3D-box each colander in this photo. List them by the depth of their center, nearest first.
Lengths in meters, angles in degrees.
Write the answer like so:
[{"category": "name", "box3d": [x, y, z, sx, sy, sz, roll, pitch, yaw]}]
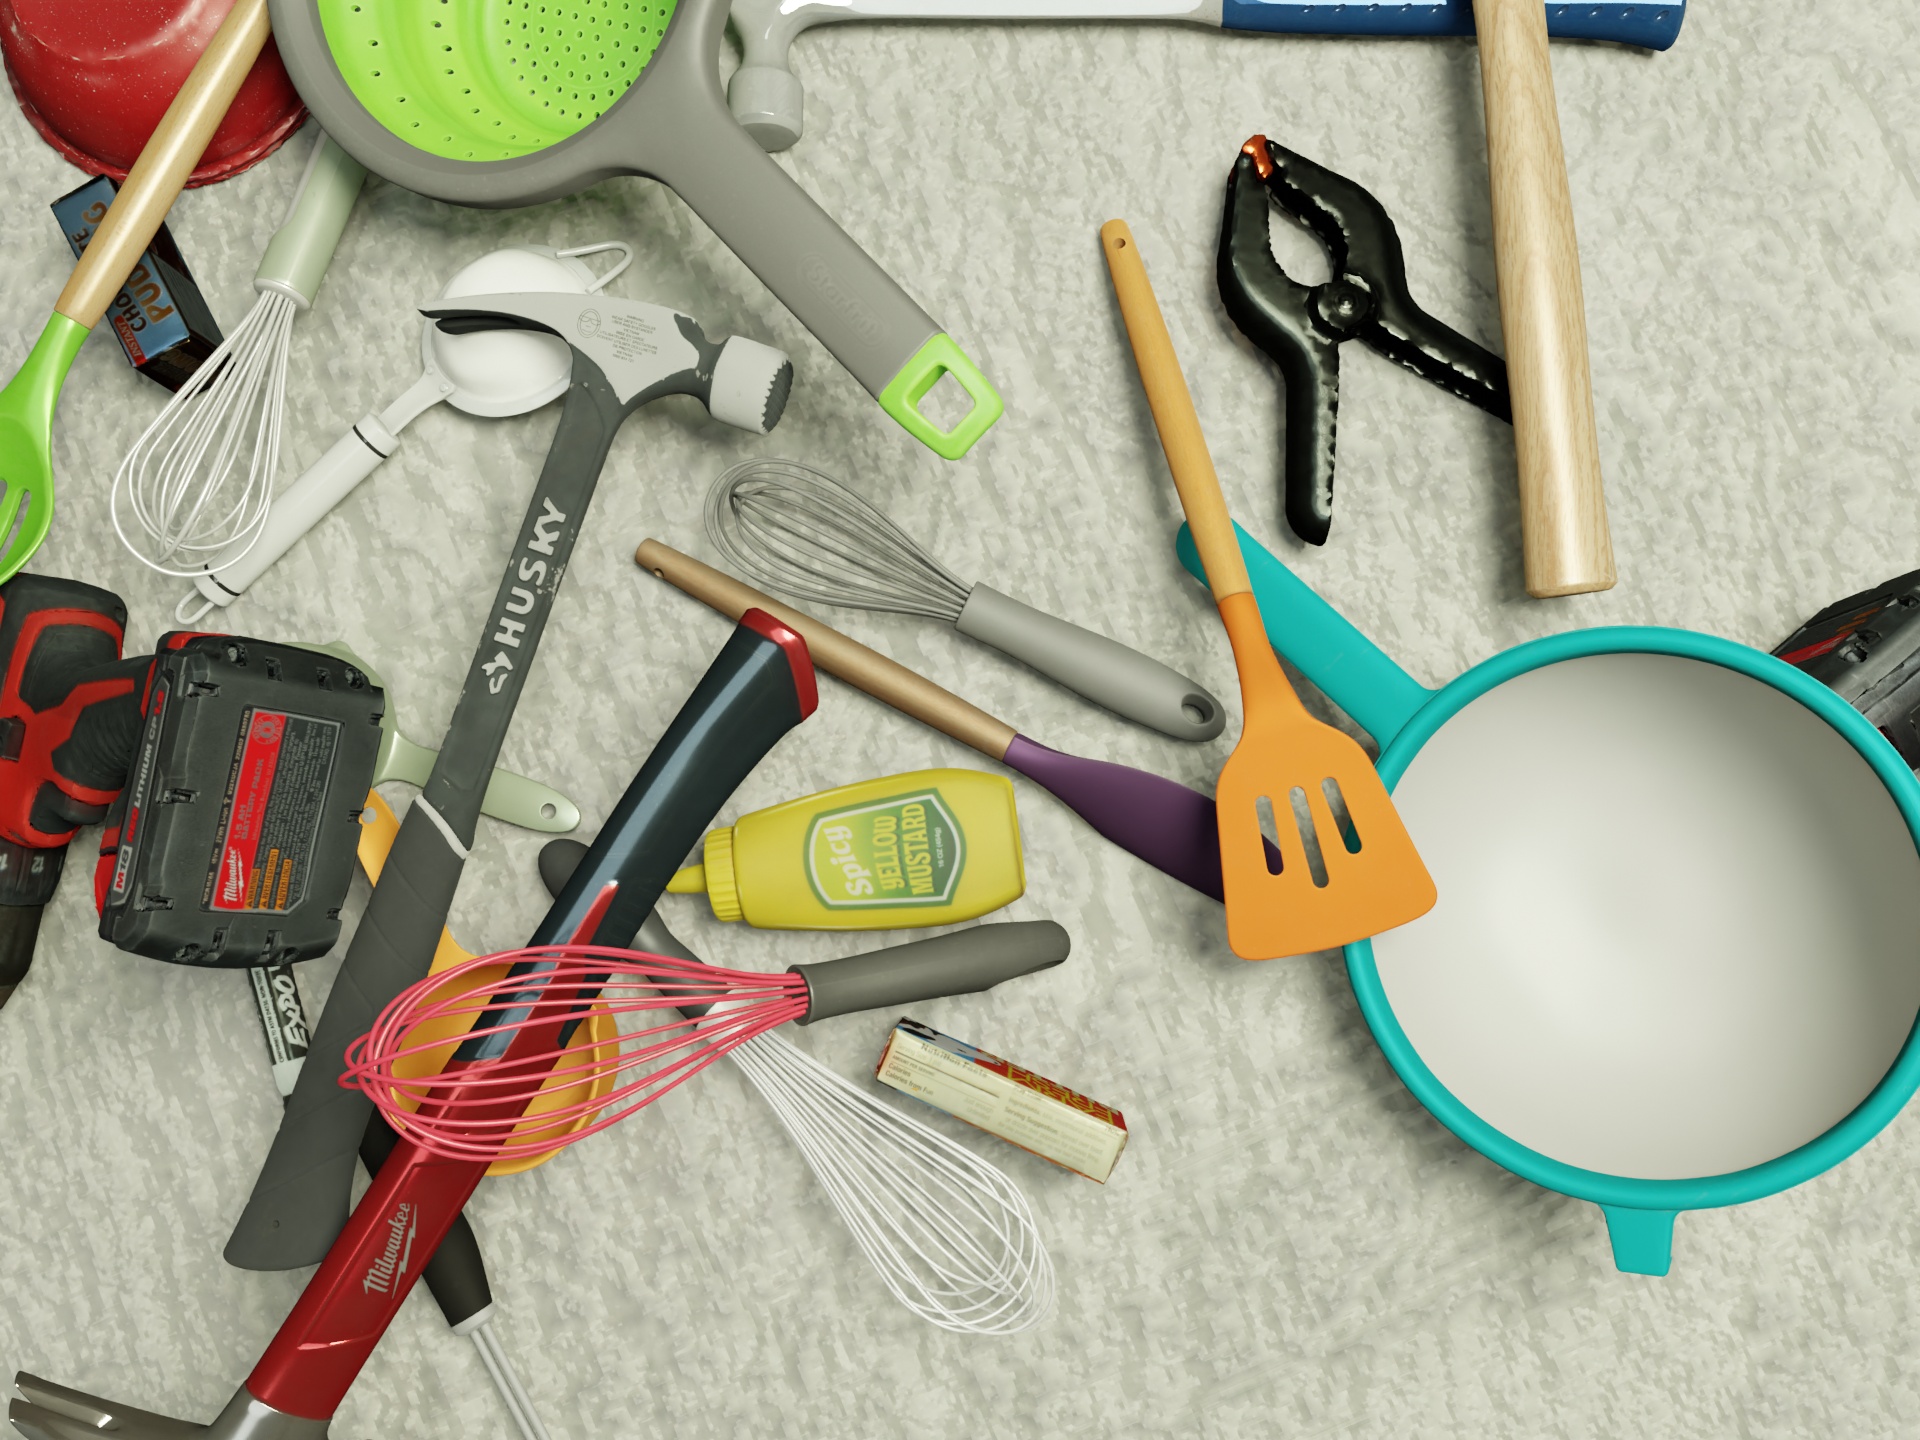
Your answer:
[{"category": "colander", "box3d": [-0.119, -0.250, 0.652, 0.204, 0.094, 0.397, -45, 82, 12]}]

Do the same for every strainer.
[{"category": "strainer", "box3d": [0.222, 0.030, 0.639, 0.341, 0.095, 0.211, 47, 112, 26]}, {"category": "strainer", "box3d": [-0.249, -0.130, 0.693, 0.258, 0.050, 0.087, -42, 70, 3]}]

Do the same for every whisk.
[{"category": "whisk", "box3d": [-0.077, 0.106, 0.593, 0.295, 0.073, 0.073, -5, 85, -34]}, {"category": "whisk", "box3d": [-0.074, 0.148, 0.659, 0.285, 0.070, 0.070, 41, 89, 10]}, {"category": "whisk", "box3d": [0.003, -0.046, 0.671, 0.239, 0.055, 0.055, 25, 88, 0]}, {"category": "whisk", "box3d": [-0.295, -0.176, 0.682, 0.059, 0.058, 0.246, 23, 75, -26]}]

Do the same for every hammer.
[{"category": "hammer", "box3d": [-0.182, 0.118, 0.597, 0.143, 0.038, 0.386, 34, 84, -27]}, {"category": "hammer", "box3d": [-0.204, 0.021, 0.632, 0.149, 0.036, 0.409, 19, 86, 5]}, {"category": "hammer", "box3d": [0.233, -0.215, 0.646, 0.130, 0.031, 0.331, -6, 89, 3]}, {"category": "hammer", "box3d": [0.102, -0.320, 0.689, 0.405, 0.035, 0.144, 2, 86, 3]}]

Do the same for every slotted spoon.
[{"category": "slotted spoon", "box3d": [-0.351, -0.186, 0.656, 0.070, 0.031, 0.314, 27, 85, 3]}]

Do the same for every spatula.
[{"category": "spatula", "box3d": [0.105, -0.067, 0.646, 0.081, 0.041, 0.323, -17, 69, 8]}, {"category": "spatula", "box3d": [-0.001, -0.002, 0.672, 0.316, 0.059, 0.018, 28, 53, 8]}]

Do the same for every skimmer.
[{"category": "skimmer", "box3d": [-0.187, 0.307, 0.633, 0.127, 0.090, 0.363, -35, 82, 32]}]

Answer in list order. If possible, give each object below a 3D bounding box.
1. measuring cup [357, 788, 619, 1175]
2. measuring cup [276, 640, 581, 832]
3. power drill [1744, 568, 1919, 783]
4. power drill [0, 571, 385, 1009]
[{"category": "measuring cup", "box3d": [-0.207, 0.104, 0.668, 0.095, 0.052, 0.174, -29, 83, 1]}, {"category": "measuring cup", "box3d": [-0.245, 0.017, 0.681, 0.167, 0.038, 0.083, 18, 87, 6]}, {"category": "power drill", "box3d": [0.399, 0.052, 0.597, 0.078, 0.143, 0.220, -39, 83, -3]}, {"category": "power drill", "box3d": [-0.339, 0.041, 0.630, 0.227, 0.080, 0.188, 9, 86, 35]}]
